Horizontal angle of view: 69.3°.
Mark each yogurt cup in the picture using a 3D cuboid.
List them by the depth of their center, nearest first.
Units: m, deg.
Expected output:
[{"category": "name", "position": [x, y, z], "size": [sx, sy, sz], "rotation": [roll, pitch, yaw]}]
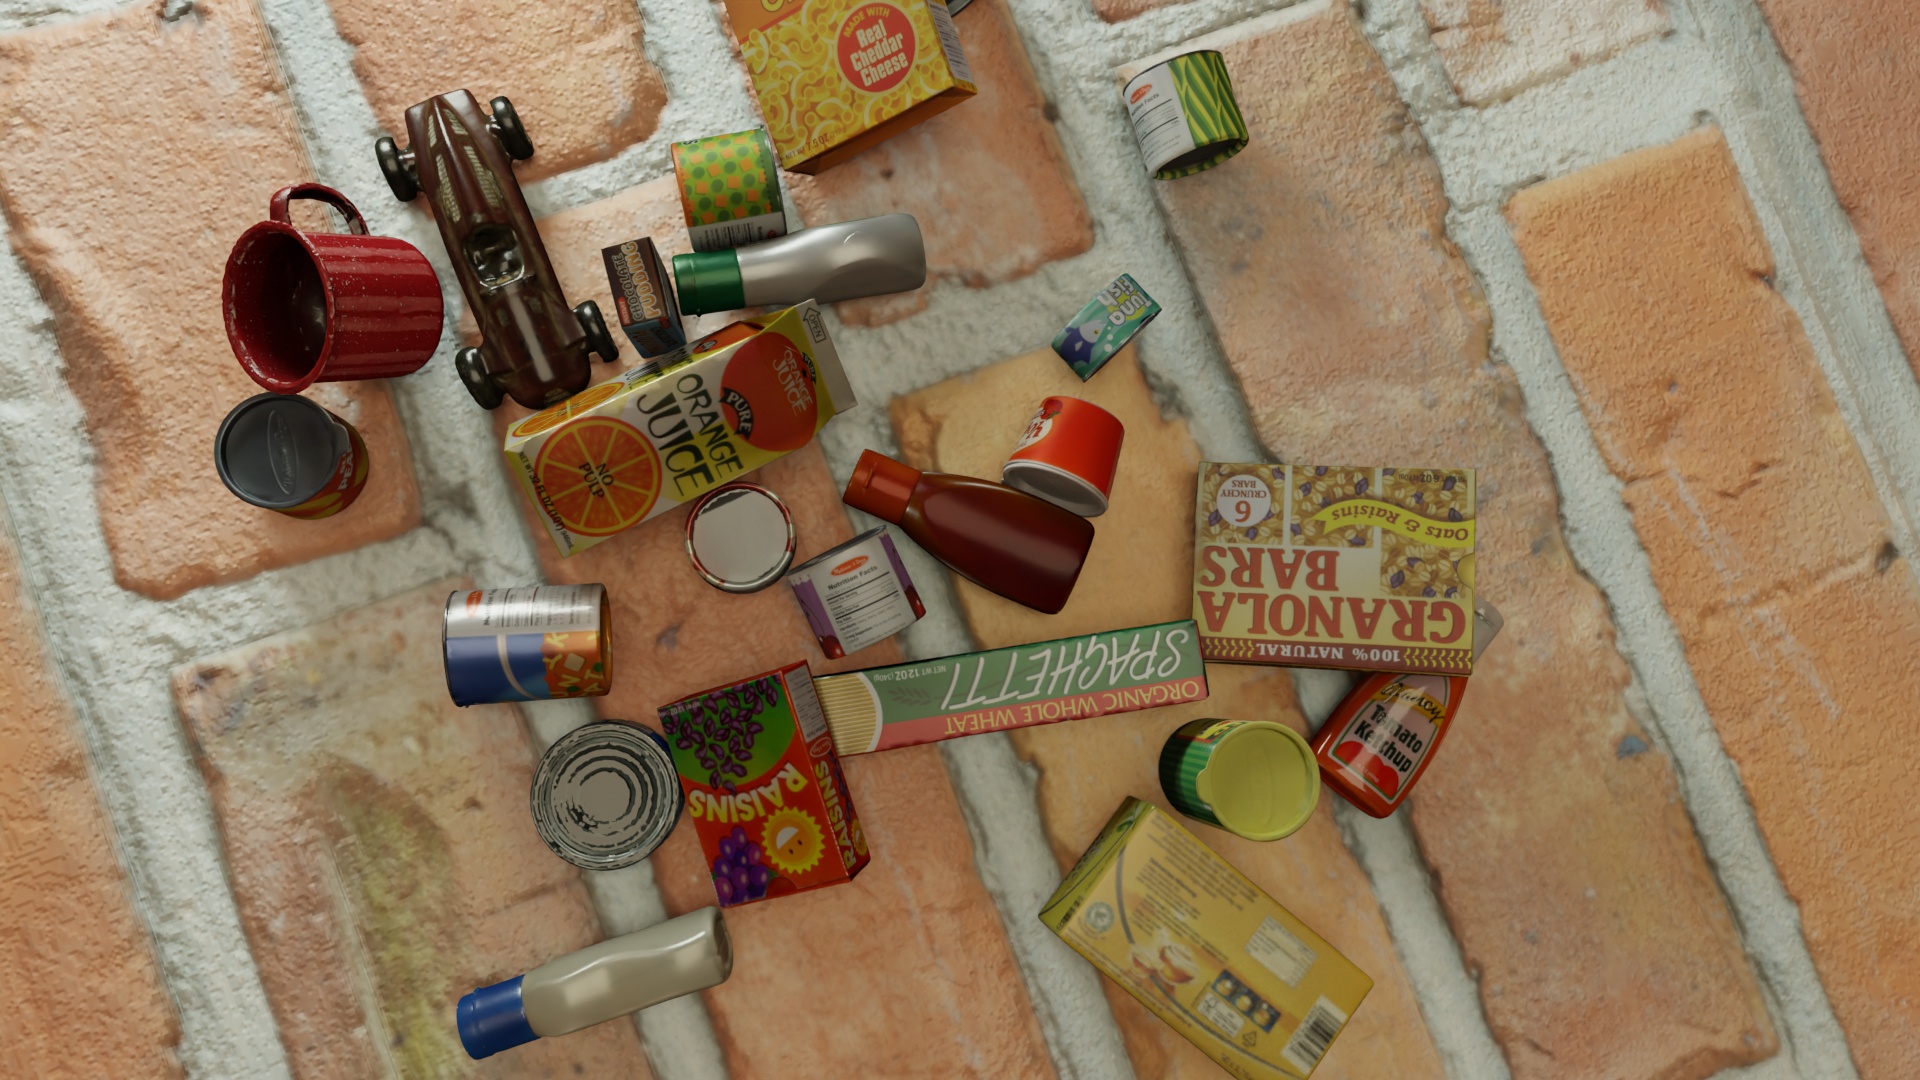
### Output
[{"category": "yogurt cup", "position": [0.066, -0.052, 0.846], "size": [0.072, 0.072, 0.054], "rotation": [24, 74, -4]}]

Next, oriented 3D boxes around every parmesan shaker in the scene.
[{"category": "parmesan shaker", "position": [0.158, 0.138, 0.817], "size": [0.071, 0.103, 0.071], "rotation": [1, 84, -8]}]

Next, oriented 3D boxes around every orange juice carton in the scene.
[{"category": "orange juice carton", "position": [-0.158, -0.069, 0.804], "size": [0.193, 0.073, 0.071], "rotation": [-26, 111, -9]}]

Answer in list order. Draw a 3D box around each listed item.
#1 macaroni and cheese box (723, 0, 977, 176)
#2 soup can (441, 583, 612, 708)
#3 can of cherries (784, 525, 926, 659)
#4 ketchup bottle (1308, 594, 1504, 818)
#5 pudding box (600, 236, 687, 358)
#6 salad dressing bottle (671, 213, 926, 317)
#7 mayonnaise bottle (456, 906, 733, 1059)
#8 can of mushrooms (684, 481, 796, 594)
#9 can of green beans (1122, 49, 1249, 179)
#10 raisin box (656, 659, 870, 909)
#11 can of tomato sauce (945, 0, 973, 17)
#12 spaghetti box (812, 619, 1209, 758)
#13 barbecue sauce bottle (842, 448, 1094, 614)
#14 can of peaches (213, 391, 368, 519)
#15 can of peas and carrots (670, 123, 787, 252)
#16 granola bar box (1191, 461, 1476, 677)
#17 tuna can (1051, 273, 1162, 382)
[{"category": "macaroni and cheese box", "position": [-0.076, -0.323, 0.833], "size": [0.123, 0.040, 0.166], "rotation": [-20, 91, 24]}, {"category": "soup can", "position": [-0.245, 0.061, 0.794], "size": [0.084, 0.071, 0.071], "rotation": [-3, 85, -8]}, {"category": "can of cherries", "position": [-0.061, 0.031, 0.819], "size": [0.071, 0.071, 0.058], "rotation": [-27, 94, -9]}, {"category": "ketchup bottle", "position": [0.281, 0.098, 0.867], "size": [0.065, 0.043, 0.149], "rotation": [39, 80, 4]}, {"category": "pudding box", "position": [-0.184, -0.140, 0.813], "size": [0.030, 0.083, 0.049], "rotation": [-15, 87, -6]}, {"category": "salad dressing bottle", "position": [-0.097, -0.163, 0.834], "size": [0.148, 0.064, 0.044], "rotation": [-11, 82, -11]}, {"category": "mayonnaise bottle", "position": [-0.204, 0.250, 0.782], "size": [0.148, 0.065, 0.041], "rotation": [-18, 91, -5]}, {"category": "can of mushrooms", "position": [-0.132, -0.004, 0.830], "size": [0.071, 0.033, 0.071], "rotation": [1, 85, -7]}, {"category": "can of green beans", "position": [0.143, -0.267, 0.877], "size": [0.071, 0.071, 0.058], "rotation": [-17, 87, -9]}, {"category": "raisin box", "position": [-0.112, 0.140, 0.795], "size": [0.086, 0.040, 0.123], "rotation": [-18, 91, 18]}, {"category": "can of tomato sauce", "position": [-0.029, -0.373, 0.867], "size": [0.071, 0.071, 0.083], "rotation": [-35, 89, -9]}, {"category": "spaghetti box", "position": [0.022, 0.089, 0.825], "size": [0.250, 0.028, 0.050], "rotation": [-9, 86, 1]}, {"category": "barbecue sauce bottle", "position": [0.003, -0.011, 0.843], "size": [0.148, 0.043, 0.065], "rotation": [23, 86, -4]}, {"category": "can of peaches", "position": [-0.377, -0.047, 0.792], "size": [0.071, 0.058, 0.071], "rotation": [1, 83, -7]}, {"category": "can of peas and carrots", "position": [-0.140, -0.213, 0.835], "size": [0.059, 0.071, 0.071], "rotation": [-12, 86, -8]}, {"category": "granola bar box", "position": [0.225, 0.017, 0.847], "size": [0.165, 0.039, 0.124], "rotation": [2, 84, 11]}, {"category": "tuna can", "position": [0.090, -0.132, 0.853], "size": [0.071, 0.071, 0.033], "rotation": [-43, 90, -9]}]
